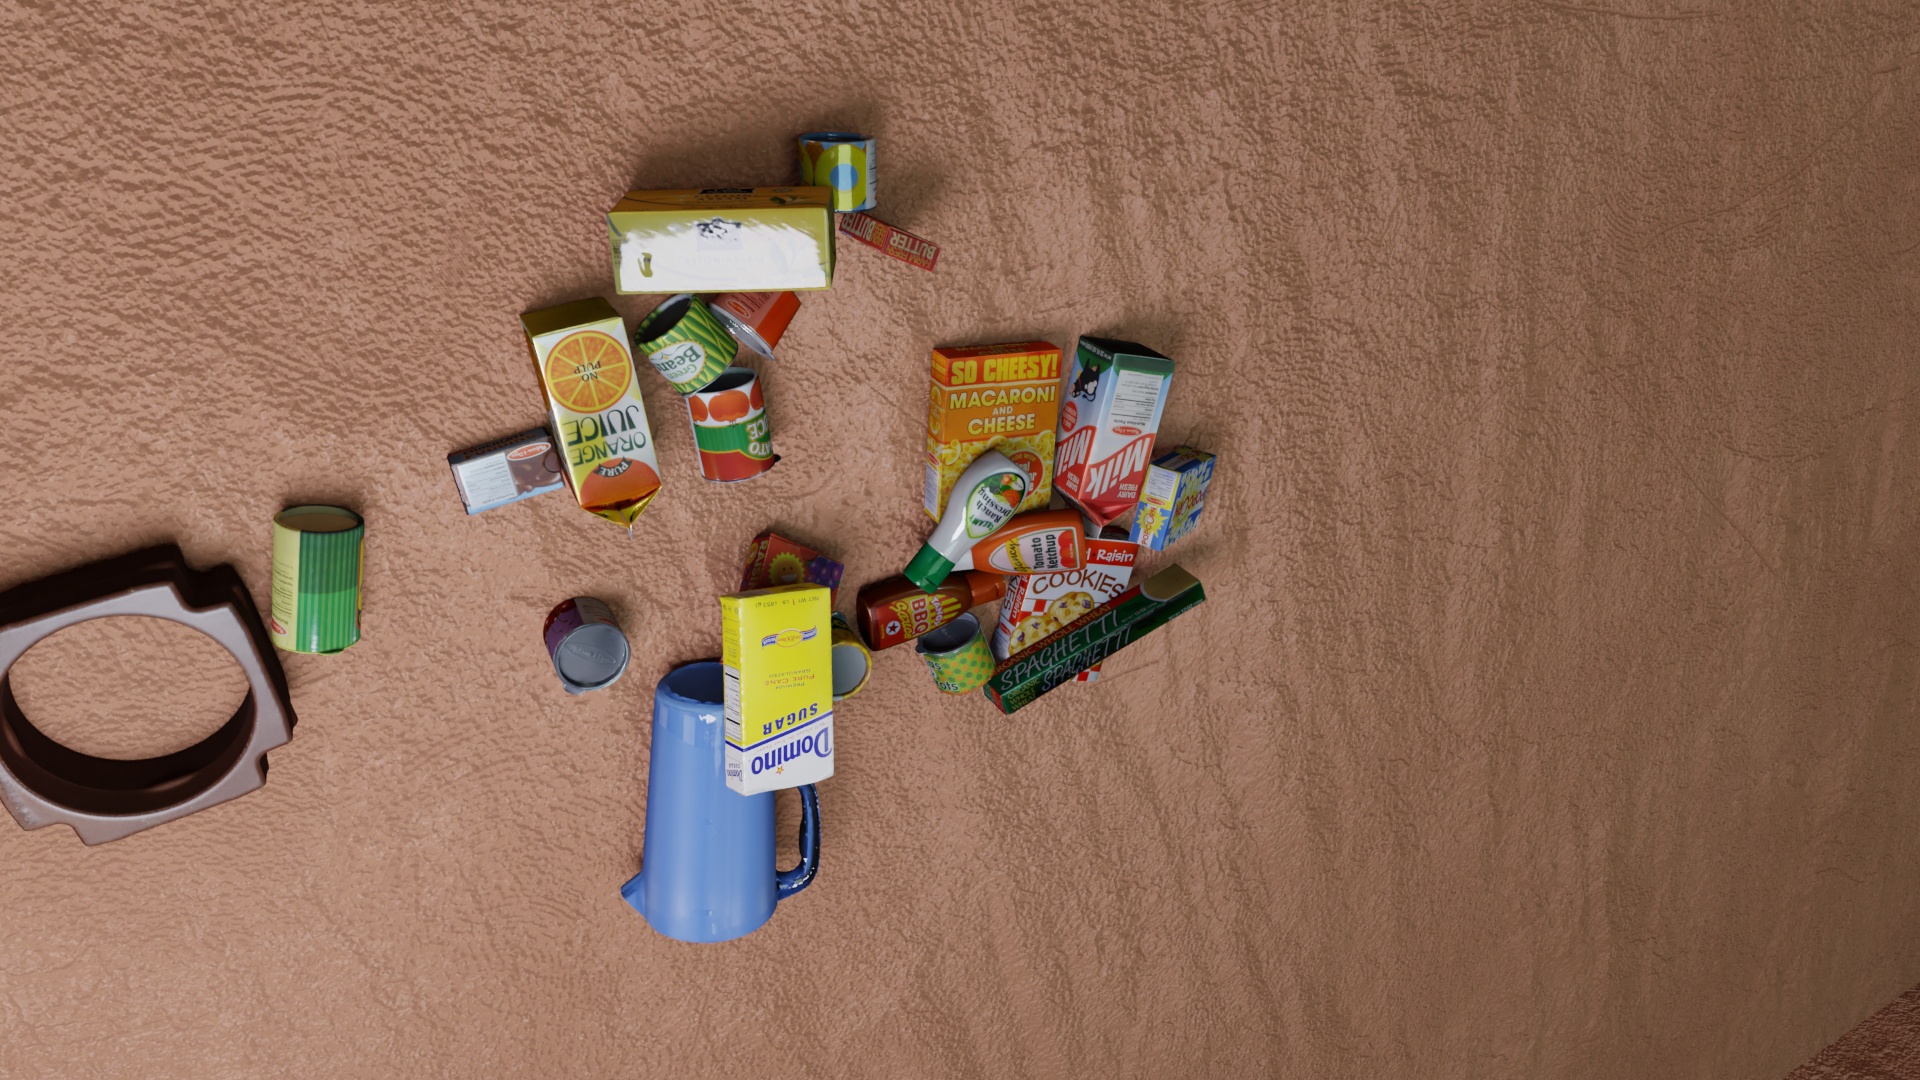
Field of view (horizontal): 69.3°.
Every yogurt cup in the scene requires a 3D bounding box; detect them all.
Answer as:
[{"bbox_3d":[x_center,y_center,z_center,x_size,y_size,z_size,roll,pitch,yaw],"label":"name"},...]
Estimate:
[{"bbox_3d":[-0.173,-0.198,1.182,0.072,0.072,0.054,42,82,-35],"label":"yogurt cup"}]

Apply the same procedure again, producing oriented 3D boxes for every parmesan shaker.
[{"bbox_3d":[-0.509,0.031,1.104,0.071,0.071,0.102,1,111,-28],"label":"parmesan shaker"}]

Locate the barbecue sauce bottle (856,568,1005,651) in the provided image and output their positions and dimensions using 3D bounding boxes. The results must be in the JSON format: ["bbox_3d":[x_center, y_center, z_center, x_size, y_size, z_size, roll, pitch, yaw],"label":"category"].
[{"bbox_3d":[-0.028,0.060,1.384,0.149,0.044,0.064,-17,125,-21],"label":"barbecue sauce bottle"}]

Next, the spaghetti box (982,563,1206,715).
[{"bbox_3d":[0.138,0.101,1.435,0.251,0.050,0.028,-28,122,-13],"label":"spaghetti box"}]

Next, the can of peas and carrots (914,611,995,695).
[{"bbox_3d":[-0.005,0.115,1.406,0.071,0.071,0.058,-29,123,-13],"label":"can of peas and carrots"}]

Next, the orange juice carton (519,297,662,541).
[{"bbox_3d":[-0.301,-0.097,1.154,0.073,0.072,0.191,-18,119,-19],"label":"orange juice carton"}]

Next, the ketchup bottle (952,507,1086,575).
[{"bbox_3d":[0.048,0.006,1.369,0.149,0.044,0.064,-6,122,3],"label":"ketchup bottle"}]

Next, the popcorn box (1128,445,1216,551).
[{"bbox_3d":[0.219,-0.045,1.428,0.127,0.038,0.085,-25,131,-62],"label":"popcorn box"}]

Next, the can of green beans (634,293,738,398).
[{"bbox_3d":[-0.230,-0.166,1.163,0.071,0.071,0.057,-42,124,-5],"label":"can of green beans"}]

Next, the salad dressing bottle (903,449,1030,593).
[{"bbox_3d":[0.005,-0.017,1.319,0.064,0.044,0.147,35,95,-36],"label":"salad dressing bottle"}]

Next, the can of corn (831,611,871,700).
[{"bbox_3d":[-0.125,0.112,1.348,0.071,0.058,0.070,-11,117,-23],"label":"can of corn"}]

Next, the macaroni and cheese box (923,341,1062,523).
[{"bbox_3d":[0.030,-0.106,1.342,0.124,0.040,0.165,-8,116,-24],"label":"macaroni and cheese box"}]

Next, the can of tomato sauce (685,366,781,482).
[{"bbox_3d":[-0.199,-0.102,1.208,0.071,0.071,0.082,-18,119,-20],"label":"can of tomato sauce"}]

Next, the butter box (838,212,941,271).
[{"bbox_3d":[-0.061,-0.258,1.187,0.053,0.104,0.024,16,104,-31],"label":"butter box"}]

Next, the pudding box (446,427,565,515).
[{"bbox_3d":[-0.378,-0.058,1.157,0.084,0.030,0.049,-20,118,-19],"label":"pudding box"}]

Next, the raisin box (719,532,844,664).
[{"bbox_3d":[-0.164,0.066,1.286,0.086,0.040,0.124,24,69,-32],"label":"raisin box"}]

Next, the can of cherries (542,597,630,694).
[{"bbox_3d":[-0.334,0.093,1.231,0.072,0.058,0.071,-12,118,-23],"label":"can of cherries"}]

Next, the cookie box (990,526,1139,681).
[{"bbox_3d":[0.107,0.065,1.459,0.123,0.040,0.166,5,110,-29],"label":"cookie box"}]

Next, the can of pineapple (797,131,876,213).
[{"bbox_3d":[-0.105,-0.309,1.165,0.071,0.071,0.057,-10,116,-23],"label":"can of pineapple"}]

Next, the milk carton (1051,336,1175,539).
[{"bbox_3d":[0.143,-0.101,1.384,0.073,0.072,0.189,3,109,-28],"label":"milk carton"}]
